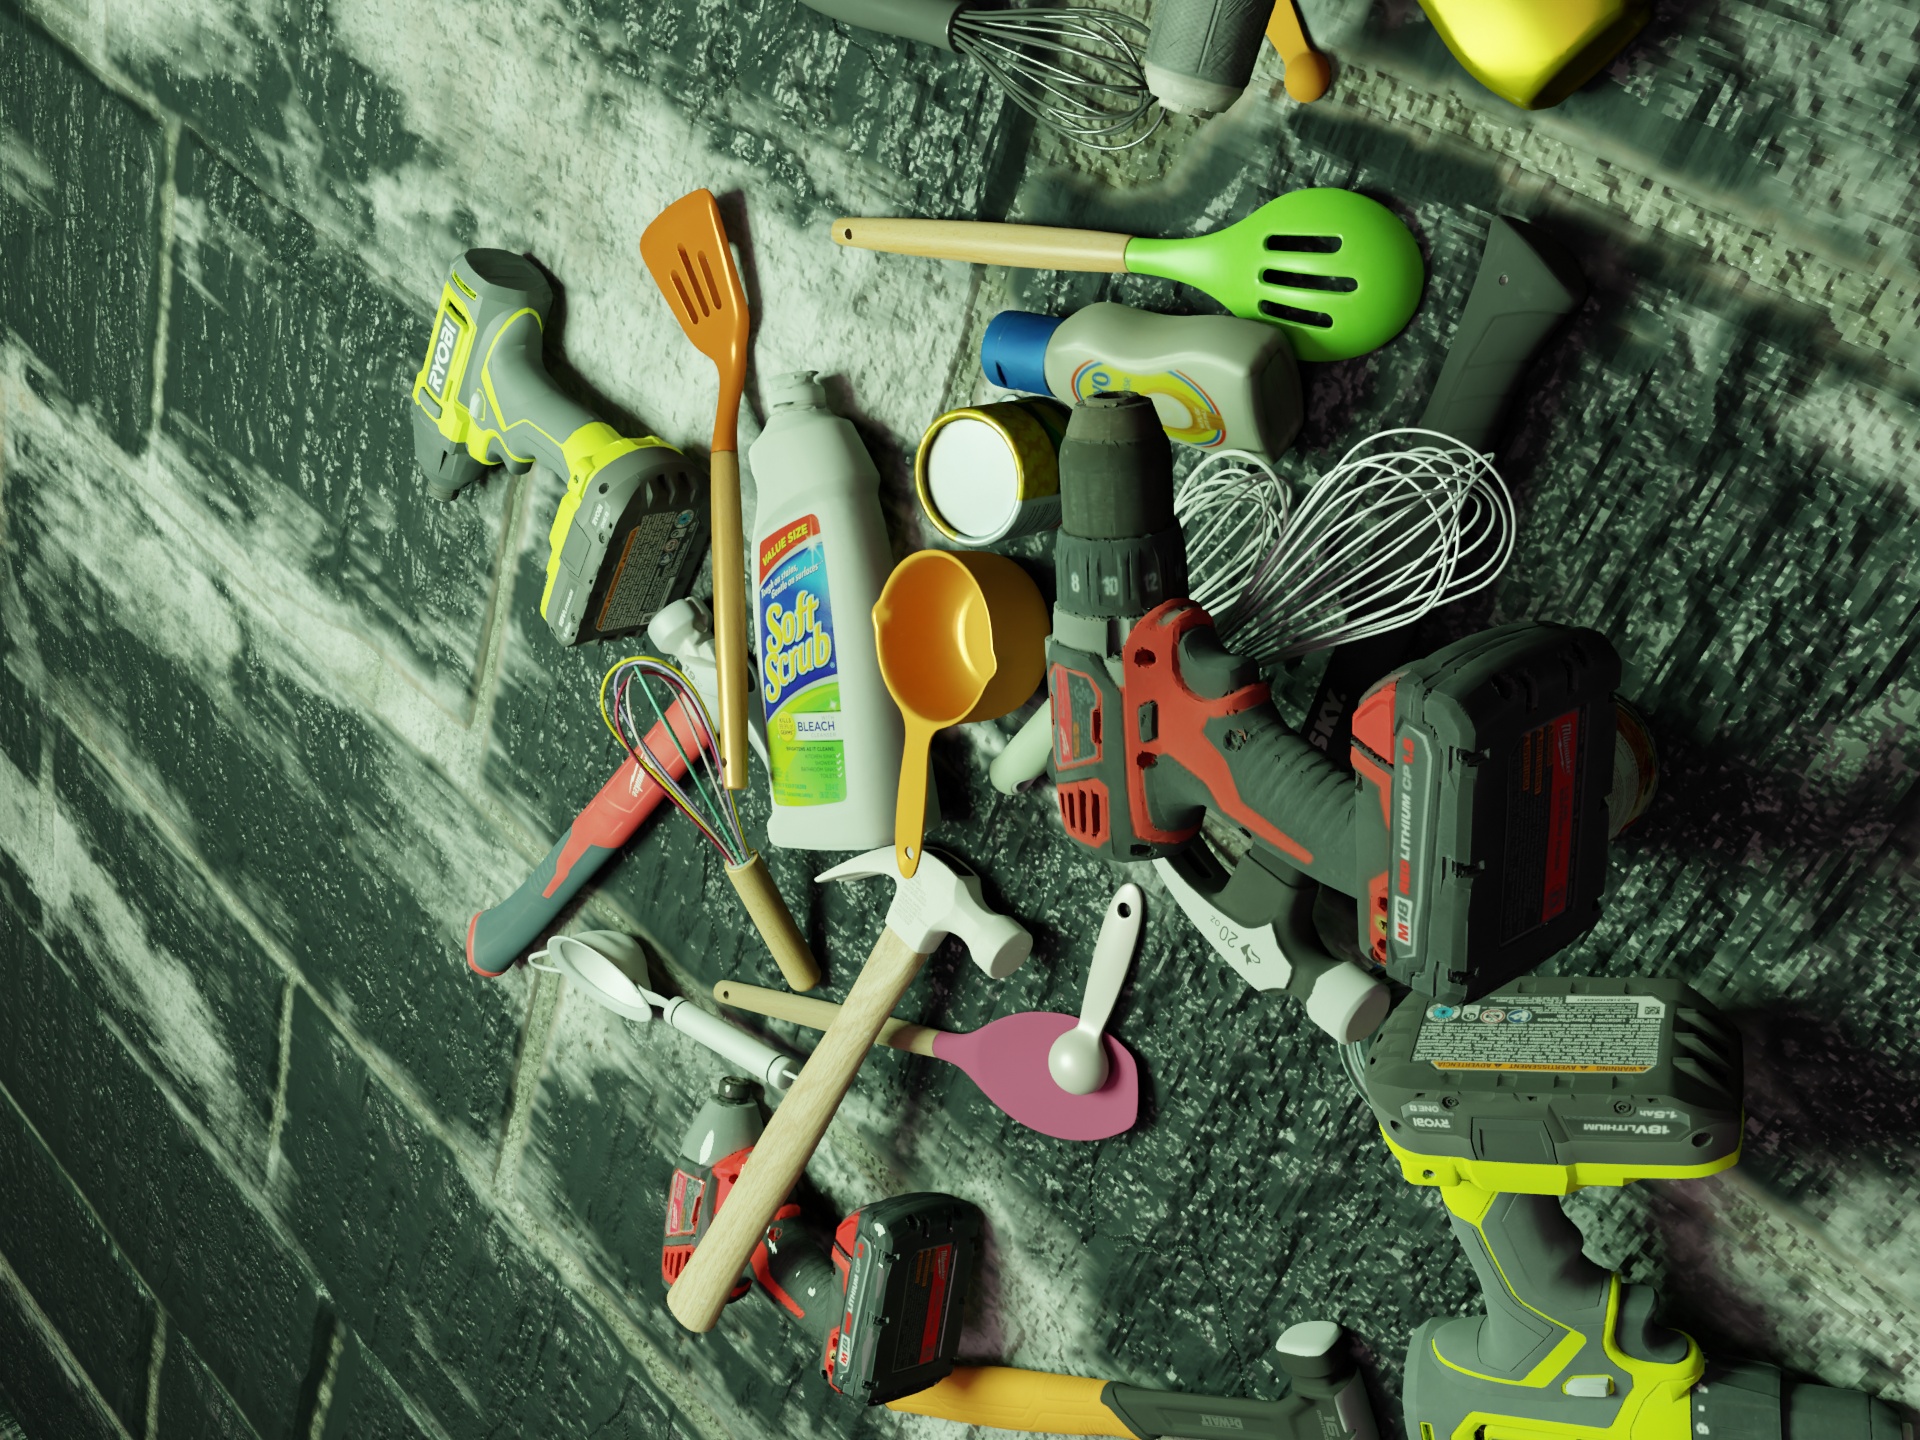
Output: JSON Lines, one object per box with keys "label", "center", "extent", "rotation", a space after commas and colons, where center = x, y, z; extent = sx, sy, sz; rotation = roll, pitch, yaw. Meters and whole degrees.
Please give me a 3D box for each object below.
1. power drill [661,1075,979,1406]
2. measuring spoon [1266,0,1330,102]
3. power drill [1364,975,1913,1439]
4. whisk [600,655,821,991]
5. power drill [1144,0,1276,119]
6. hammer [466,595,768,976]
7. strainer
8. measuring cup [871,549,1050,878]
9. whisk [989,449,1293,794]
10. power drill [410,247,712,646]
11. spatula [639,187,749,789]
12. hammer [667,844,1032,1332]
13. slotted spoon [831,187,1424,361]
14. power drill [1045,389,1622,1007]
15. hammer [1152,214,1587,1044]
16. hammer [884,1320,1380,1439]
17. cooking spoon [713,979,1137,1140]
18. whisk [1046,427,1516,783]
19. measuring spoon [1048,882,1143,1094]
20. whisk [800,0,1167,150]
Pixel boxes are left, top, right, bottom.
{"label": "power drill", "center": [-0.098, 0.313, 0.977], "extent": [0.220, 0.078, 0.143], "rotation": [10, 92, 43]}
{"label": "measuring spoon", "center": [0.119, -0.306, 0.651], "extent": [0.021, 0.011, 0.117], "rotation": [-28, 85, 41]}
{"label": "power drill", "center": [0.263, 0.219, 0.633], "extent": [0.190, 0.080, 0.228], "rotation": [-5, 113, 29]}
{"label": "whisk", "center": [-0.138, 0.064, 0.912], "extent": [0.051, 0.047, 0.244], "rotation": [28, 147, 54]}
{"label": "power drill", "center": [0.058, -0.352, 0.620], "extent": [0.226, 0.084, 0.185], "rotation": [37, 125, 38]}
{"label": "hammer", "center": [-0.230, 0.086, 1.047], "extent": [0.143, 0.038, 0.386], "rotation": [55, 130, 10]}
{"label": "strainer", "center": [-0.185, 0.185, 1.026], "extent": [0.259, 0.050, 0.086], "rotation": [20, 145, 37]}
{"label": "measuring cup", "center": [-0.001, -0.003, 0.810], "extent": [0.095, 0.052, 0.173], "rotation": [26, 116, 43]}
{"label": "whisk", "center": [0.076, -0.035, 0.745], "extent": [0.059, 0.057, 0.246], "rotation": [60, 139, 19]}
{"label": "power drill", "center": [-0.255, -0.155, 0.970], "extent": [0.223, 0.080, 0.171], "rotation": [47, 128, 23]}
{"label": "spatula", "center": [-0.136, -0.123, 0.870], "extent": [0.081, 0.041, 0.323], "rotation": [-11, 79, 50]}
{"label": "hammer", "center": [-0.085, 0.214, 0.909], "extent": [0.130, 0.031, 0.331], "rotation": [41, 108, 35]}
{"label": "slotted spoon", "center": [0.057, -0.212, 0.724], "extent": [0.314, 0.031, 0.070], "rotation": [18, 119, 36]}
{"label": "power drill", "center": [0.112, -0.016, 0.572], "extent": [0.227, 0.080, 0.187], "rotation": [23, 124, 50]}
{"label": "hammer", "center": [0.171, -0.040, 0.665], "extent": [0.146, 0.035, 0.334], "rotation": [40, 122, 42]}
{"label": "hammer", "center": [0.080, 0.391, 0.889], "extent": [0.337, 0.034, 0.127], "rotation": [-14, 93, 41]}
{"label": "cooking spoon", "center": [-0.031, 0.183, 0.926], "extent": [0.319, 0.017, 0.069], "rotation": [5, 98, 38]}
{"label": "whisk", "center": [0.117, -0.030, 0.665], "extent": [0.070, 0.070, 0.284], "rotation": [60, 141, 8]}
{"label": "measuring spoon", "center": [0.070, 0.140, 0.821], "extent": [0.034, 0.018, 0.124], "rotation": [26, 112, 30]}
{"label": "whisk", "center": [0.000, -0.314, 0.729], "extent": [0.239, 0.055, 0.055], "rotation": [34, 123, 32]}
